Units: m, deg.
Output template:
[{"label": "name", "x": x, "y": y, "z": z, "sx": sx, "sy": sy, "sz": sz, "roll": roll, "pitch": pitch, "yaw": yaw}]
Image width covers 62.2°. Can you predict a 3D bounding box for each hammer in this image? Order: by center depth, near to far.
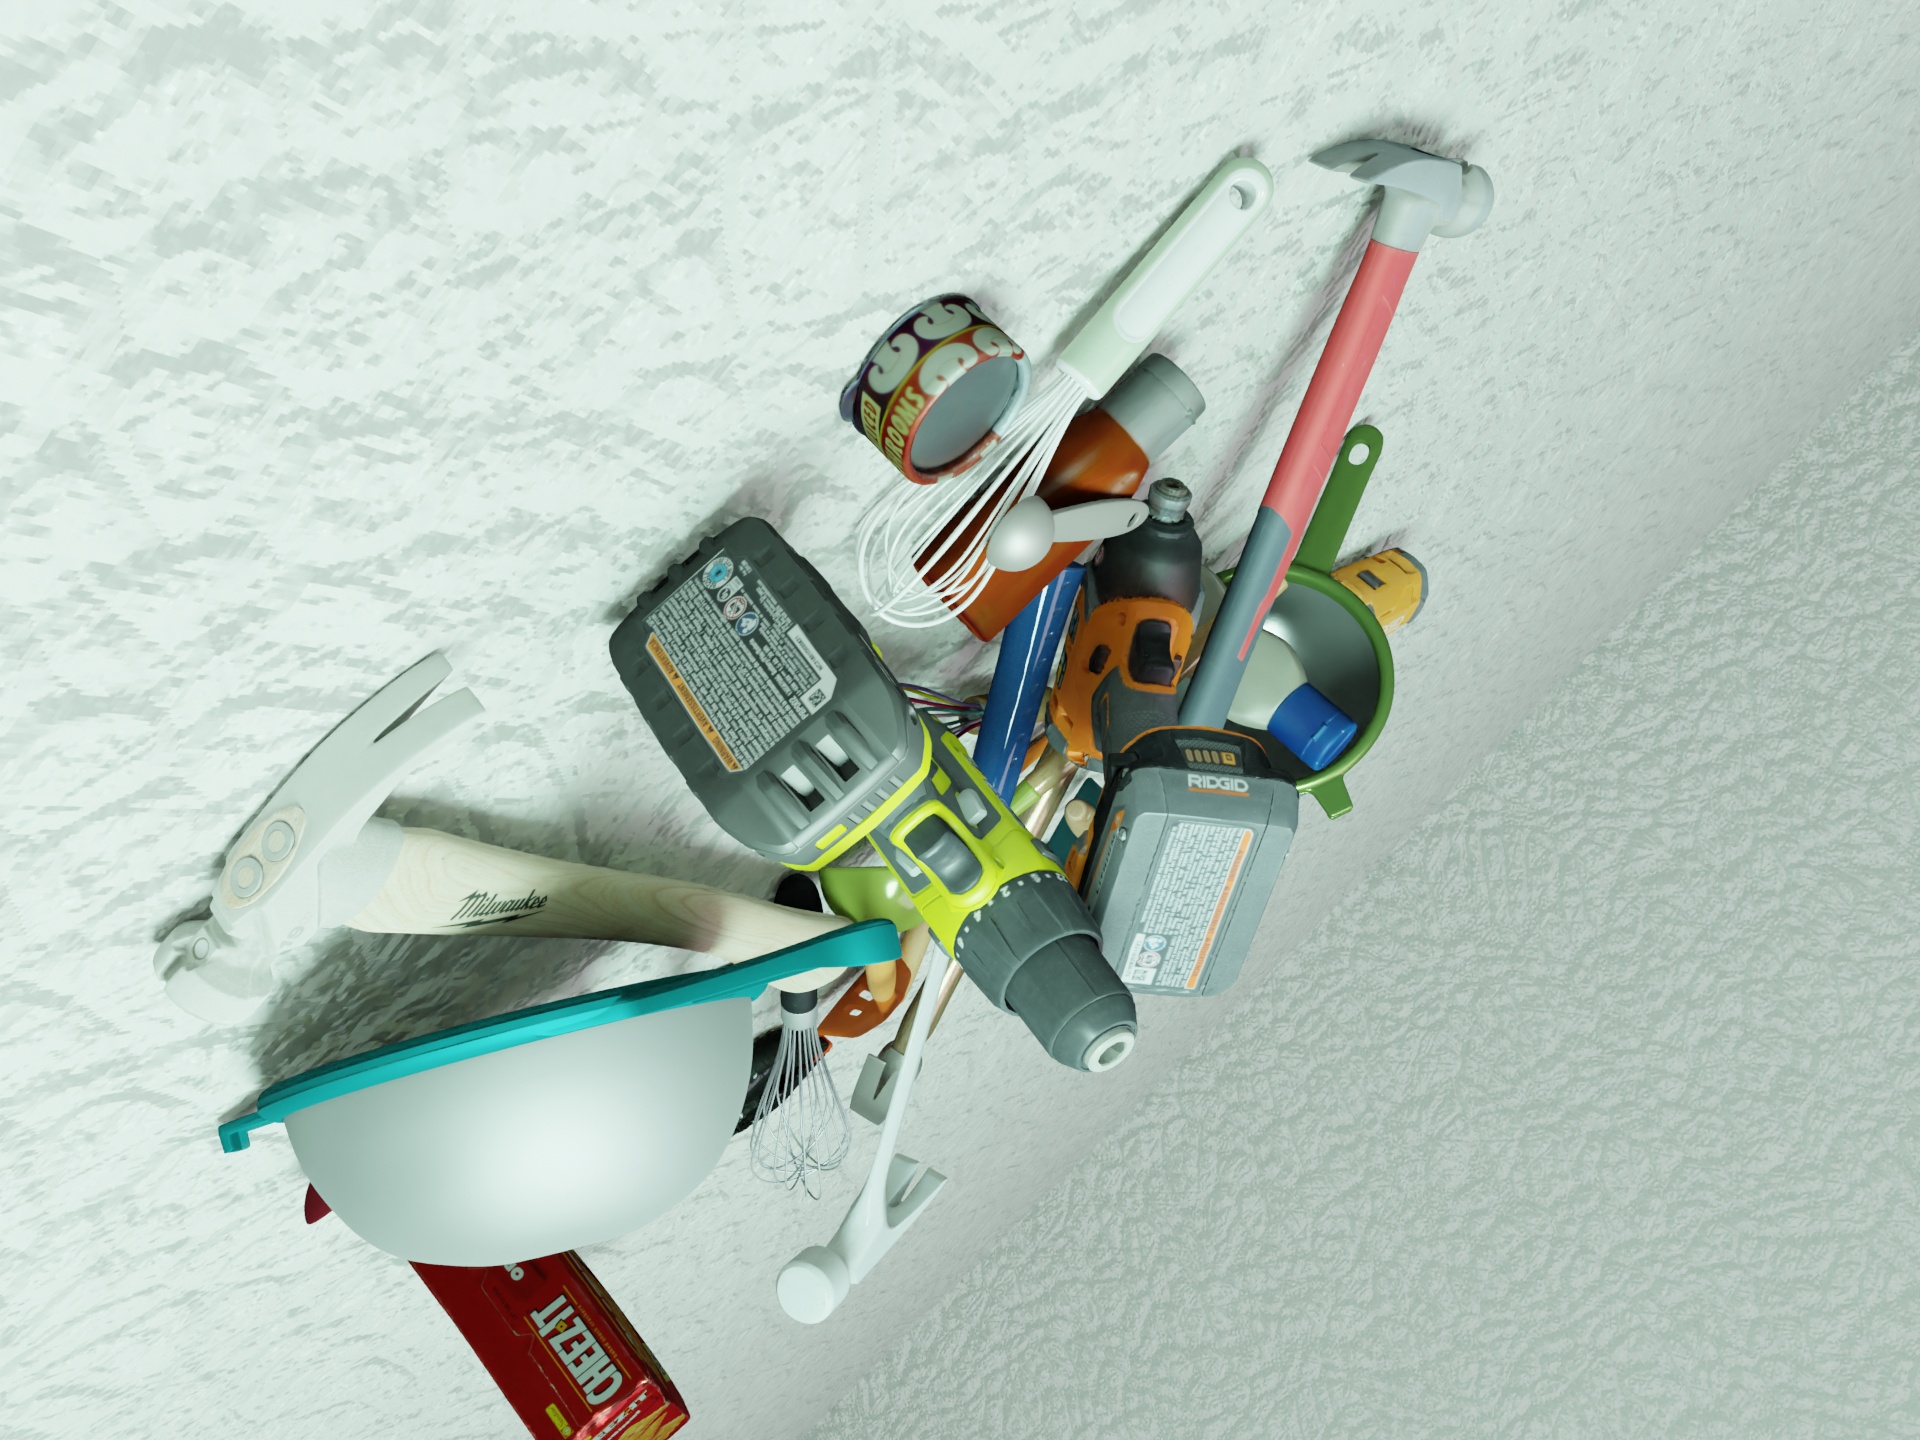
[{"label": "hammer", "x": -0.142, "y": 0.077, "z": 0.706, "sx": 0.146, "sy": 0.038, "sz": 0.410, "roll": -47, "pitch": 155, "yaw": 7}, {"label": "hammer", "x": 0.158, "y": -0.100, "z": 0.822, "sx": 0.143, "sy": 0.038, "sz": 0.386, "roll": -16, "pitch": 132, "yaw": -50}, {"label": "hammer", "x": -0.005, "y": 0.109, "z": 0.831, "sx": 0.144, "sy": 0.035, "sz": 0.405, "roll": -17, "pitch": 125, "yaw": -66}, {"label": "hammer", "x": 0.017, "y": 0.107, "z": 0.984, "sx": 0.331, "sy": 0.031, "sz": 0.130, "roll": -62, "pitch": 175, "yaw": 10}]

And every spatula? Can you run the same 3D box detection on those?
[{"label": "spatula", "x": -0.055, "y": 0.155, "z": 0.968, "sx": 0.081, "sy": 0.041, "sz": 0.322, "roll": -48, "pitch": 171, "yaw": -14}, {"label": "spatula", "x": 0.071, "y": 0.065, "z": 1.001, "sx": 0.082, "sy": 0.044, "sz": 0.317, "roll": -60, "pitch": 170, "yaw": -4}]

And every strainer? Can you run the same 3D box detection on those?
[{"label": "strainer", "x": -0.131, "y": 0.155, "z": 0.623, "sx": 0.211, "sy": 0.095, "sz": 0.340, "roll": -4, "pitch": 165, "yaw": -46}, {"label": "strainer", "x": 0.211, "y": -0.063, "z": 0.995, "sx": 0.256, "sy": 0.151, "sz": 0.069, "roll": -65, "pitch": 160, "yaw": -14}]

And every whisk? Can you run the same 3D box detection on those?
[{"label": "whisk", "x": 0.044, "y": -0.136, "z": 0.661, "sx": 0.246, "sy": 0.057, "sz": 0.059, "roll": -49, "pitch": -166, "yaw": 3}, {"label": "whisk", "x": -0.001, "y": -0.005, "z": 0.846, "sx": 0.051, "sy": 0.047, "sz": 0.245, "roll": -40, "pitch": 167, "yaw": 24}, {"label": "whisk", "x": -0.098, "y": 0.199, "z": 0.978, "sx": 0.070, "sy": 0.070, "sz": 0.284, "roll": -29, "pitch": 140, "yaw": -34}]

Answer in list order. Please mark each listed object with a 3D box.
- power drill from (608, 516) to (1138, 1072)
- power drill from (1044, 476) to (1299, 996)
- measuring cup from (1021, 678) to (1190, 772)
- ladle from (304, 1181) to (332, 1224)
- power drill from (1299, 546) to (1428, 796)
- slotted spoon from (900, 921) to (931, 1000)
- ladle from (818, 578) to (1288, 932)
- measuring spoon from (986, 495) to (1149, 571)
[{"label": "power drill", "x": -0.021, "y": 0.038, "z": 0.626, "sx": 0.080, "sy": 0.191, "sz": 0.228, "roll": -41, "pitch": 142, "yaw": 2}, {"label": "power drill", "x": 0.092, "y": -0.002, "z": 0.753, "sx": 0.084, "sy": 0.227, "sz": 0.164, "roll": 6, "pitch": 126, "yaw": -8}, {"label": "measuring cup", "x": 0.092, "y": 0.015, "z": 1.032, "sx": 0.173, "sy": 0.052, "sz": 0.095, "roll": -37, "pitch": 159, "yaw": -21}, {"label": "ladle", "x": -0.206, "y": 0.179, "z": 0.842, "sx": 0.069, "sy": 0.031, "sz": 0.315, "roll": -32, "pitch": 173, "yaw": 38}, {"label": "power drill", "x": 0.257, "y": -0.020, "z": 1.239, "sx": 0.185, "sy": 0.084, "sz": 0.226, "roll": -25, "pitch": 149, "yaw": -39}, {"label": "slotted spoon", "x": -0.025, "y": 0.133, "z": 1.083, "sx": 0.313, "sy": 0.031, "sz": 0.070, "roll": 107, "pitch": 7, "yaw": -58}, {"label": "ladle", "x": 0.054, "y": 0.012, "z": 0.911, "sx": 0.320, "sy": 0.062, "sz": 0.078, "roll": -40, "pitch": 173, "yaw": 1}, {"label": "measuring spoon", "x": 0.054, "y": -0.082, "z": 0.690, "sx": 0.124, "sy": 0.018, "sz": 0.034, "roll": -17, "pitch": 141, "yaw": -52}]
